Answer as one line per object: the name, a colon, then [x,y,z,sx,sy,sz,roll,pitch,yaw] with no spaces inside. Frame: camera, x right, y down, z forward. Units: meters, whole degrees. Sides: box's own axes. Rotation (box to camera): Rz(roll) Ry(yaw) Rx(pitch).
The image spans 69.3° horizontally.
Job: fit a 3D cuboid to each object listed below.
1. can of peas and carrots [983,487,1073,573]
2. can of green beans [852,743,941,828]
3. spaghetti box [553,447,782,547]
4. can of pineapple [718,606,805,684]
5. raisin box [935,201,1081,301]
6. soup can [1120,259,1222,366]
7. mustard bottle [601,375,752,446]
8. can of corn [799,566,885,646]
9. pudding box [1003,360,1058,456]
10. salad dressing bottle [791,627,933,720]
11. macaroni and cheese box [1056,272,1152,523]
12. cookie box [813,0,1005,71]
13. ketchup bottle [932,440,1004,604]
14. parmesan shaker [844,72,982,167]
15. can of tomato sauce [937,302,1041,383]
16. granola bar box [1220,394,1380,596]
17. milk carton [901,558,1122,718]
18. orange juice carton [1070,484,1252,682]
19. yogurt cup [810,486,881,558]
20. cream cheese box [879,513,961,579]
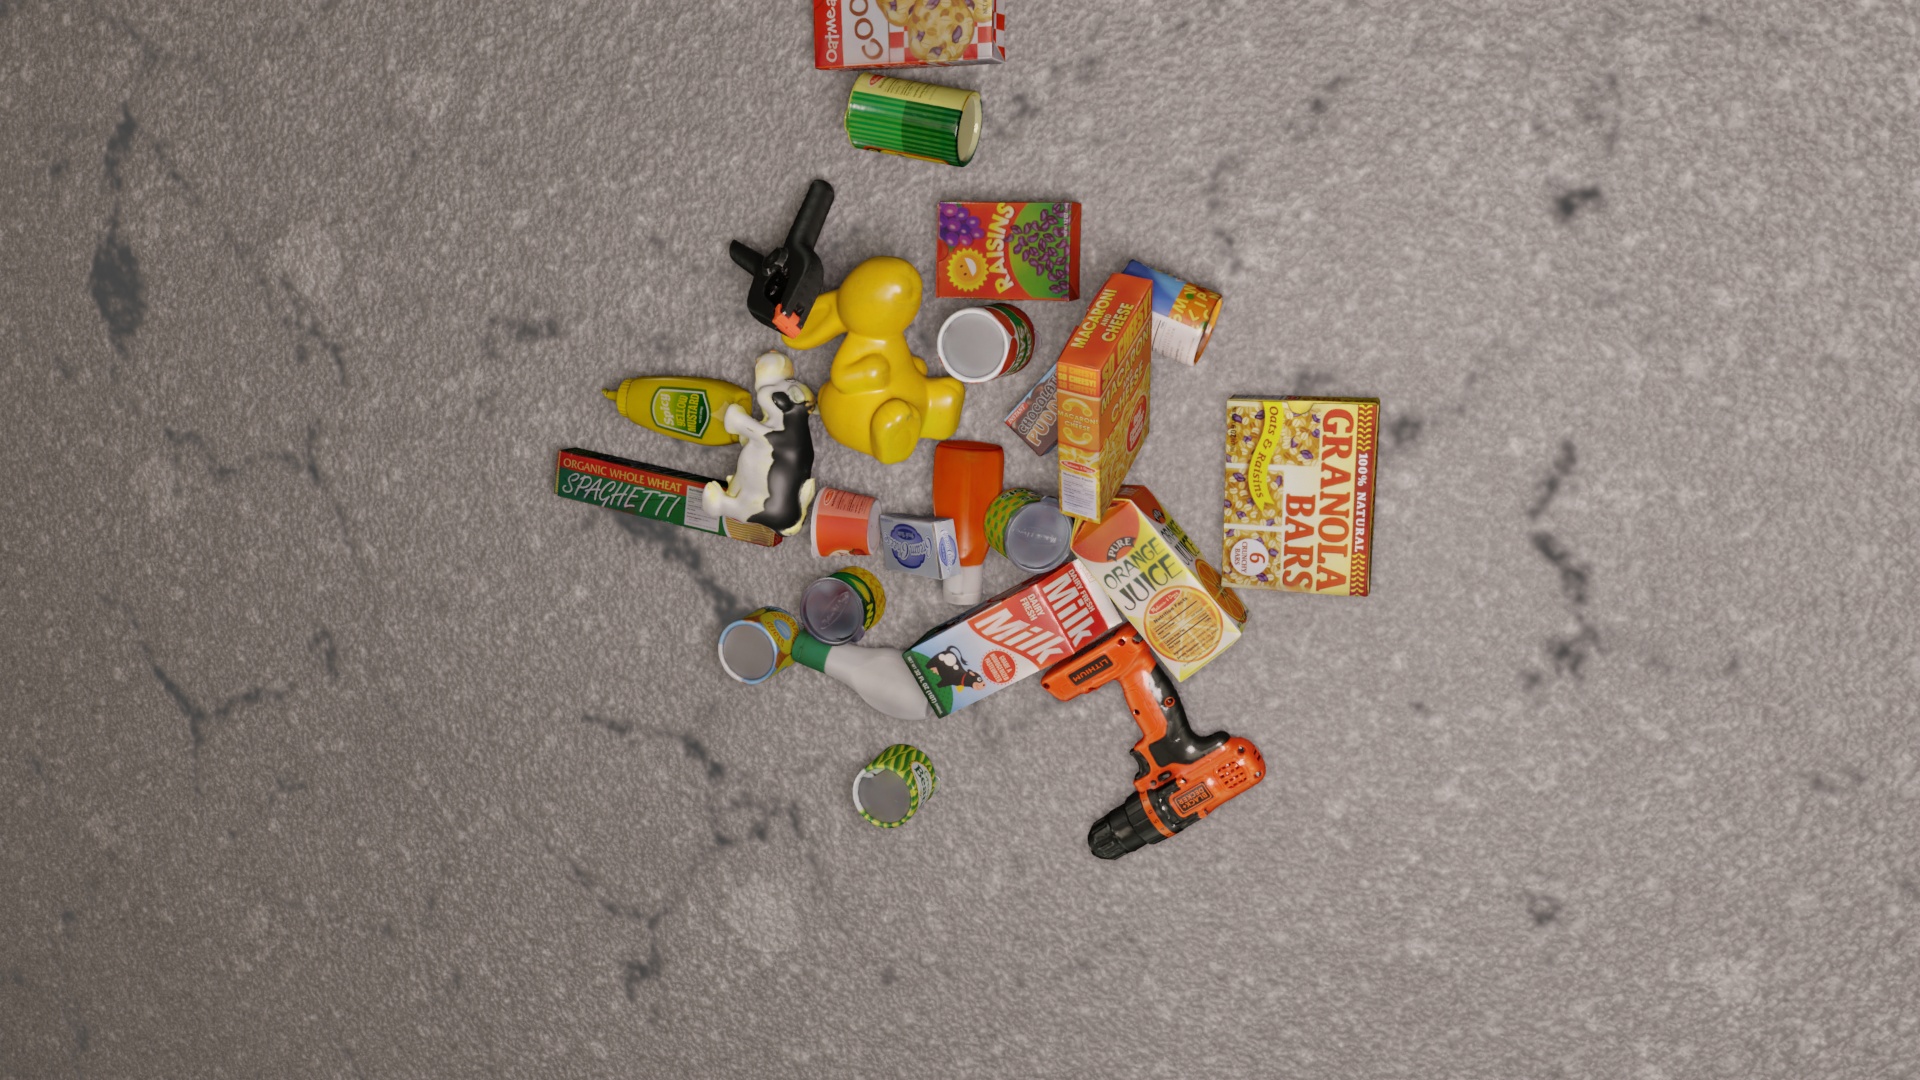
can of peas and carrots: [0.061,-0.012,1.240,0.071,0.059,0.070,-5,106,-19]
can of green beans: [-0.064,0.238,1.348,0.071,0.058,0.071,4,102,19]
spaghetti box: [-0.291,-0.045,1.388,0.250,0.029,0.050,13,105,17]
can of pineapple: [-0.195,0.102,1.367,0.071,0.058,0.071,4,102,19]
raisin box: [0.042,-0.255,1.223,0.123,0.040,0.086,5,103,19]
soup can: [0.172,-0.194,1.177,0.084,0.071,0.071,24,108,13]
mustard bottle: [-0.284,-0.131,1.357,0.160,0.049,0.065,10,101,17]
can of corn: [-0.110,0.064,1.329,0.071,0.058,0.071,4,102,19]
pudding box: [0.085,-0.121,1.239,0.050,0.030,0.083,47,111,7]
salad dressing bottle: [-0.091,0.126,1.344,0.148,0.044,0.064,21,109,16]
macaroni and cheese box: [0.118,-0.116,1.139,0.040,0.124,0.165,15,140,20]
cookie box: [-0.046,-0.477,1.209,0.167,0.040,0.122,4,102,19]
ketchup bottle: [0.005,-0.016,1.281,0.065,0.044,0.148,6,103,11]
parmesan shaker: [-0.040,-0.366,1.213,0.103,0.071,0.071,15,106,16]
can of tomato sauce: [0.025,-0.173,1.221,0.071,0.083,0.071,4,102,19]
granola bar box: [0.288,-0.039,1.179,0.124,0.039,0.165,3,102,19]
milk carton: [0.050,0.084,1.268,0.190,0.074,0.072,-28,94,22]
orange juice carton: [0.164,0.021,1.217,0.073,0.072,0.193,-41,86,22]
yogurt cup: [-0.106,-0.015,1.311,0.054,0.072,0.072,5,103,10]
cream cheese box: [-0.039,0.004,1.280,0.104,0.024,0.053,8,108,58]
